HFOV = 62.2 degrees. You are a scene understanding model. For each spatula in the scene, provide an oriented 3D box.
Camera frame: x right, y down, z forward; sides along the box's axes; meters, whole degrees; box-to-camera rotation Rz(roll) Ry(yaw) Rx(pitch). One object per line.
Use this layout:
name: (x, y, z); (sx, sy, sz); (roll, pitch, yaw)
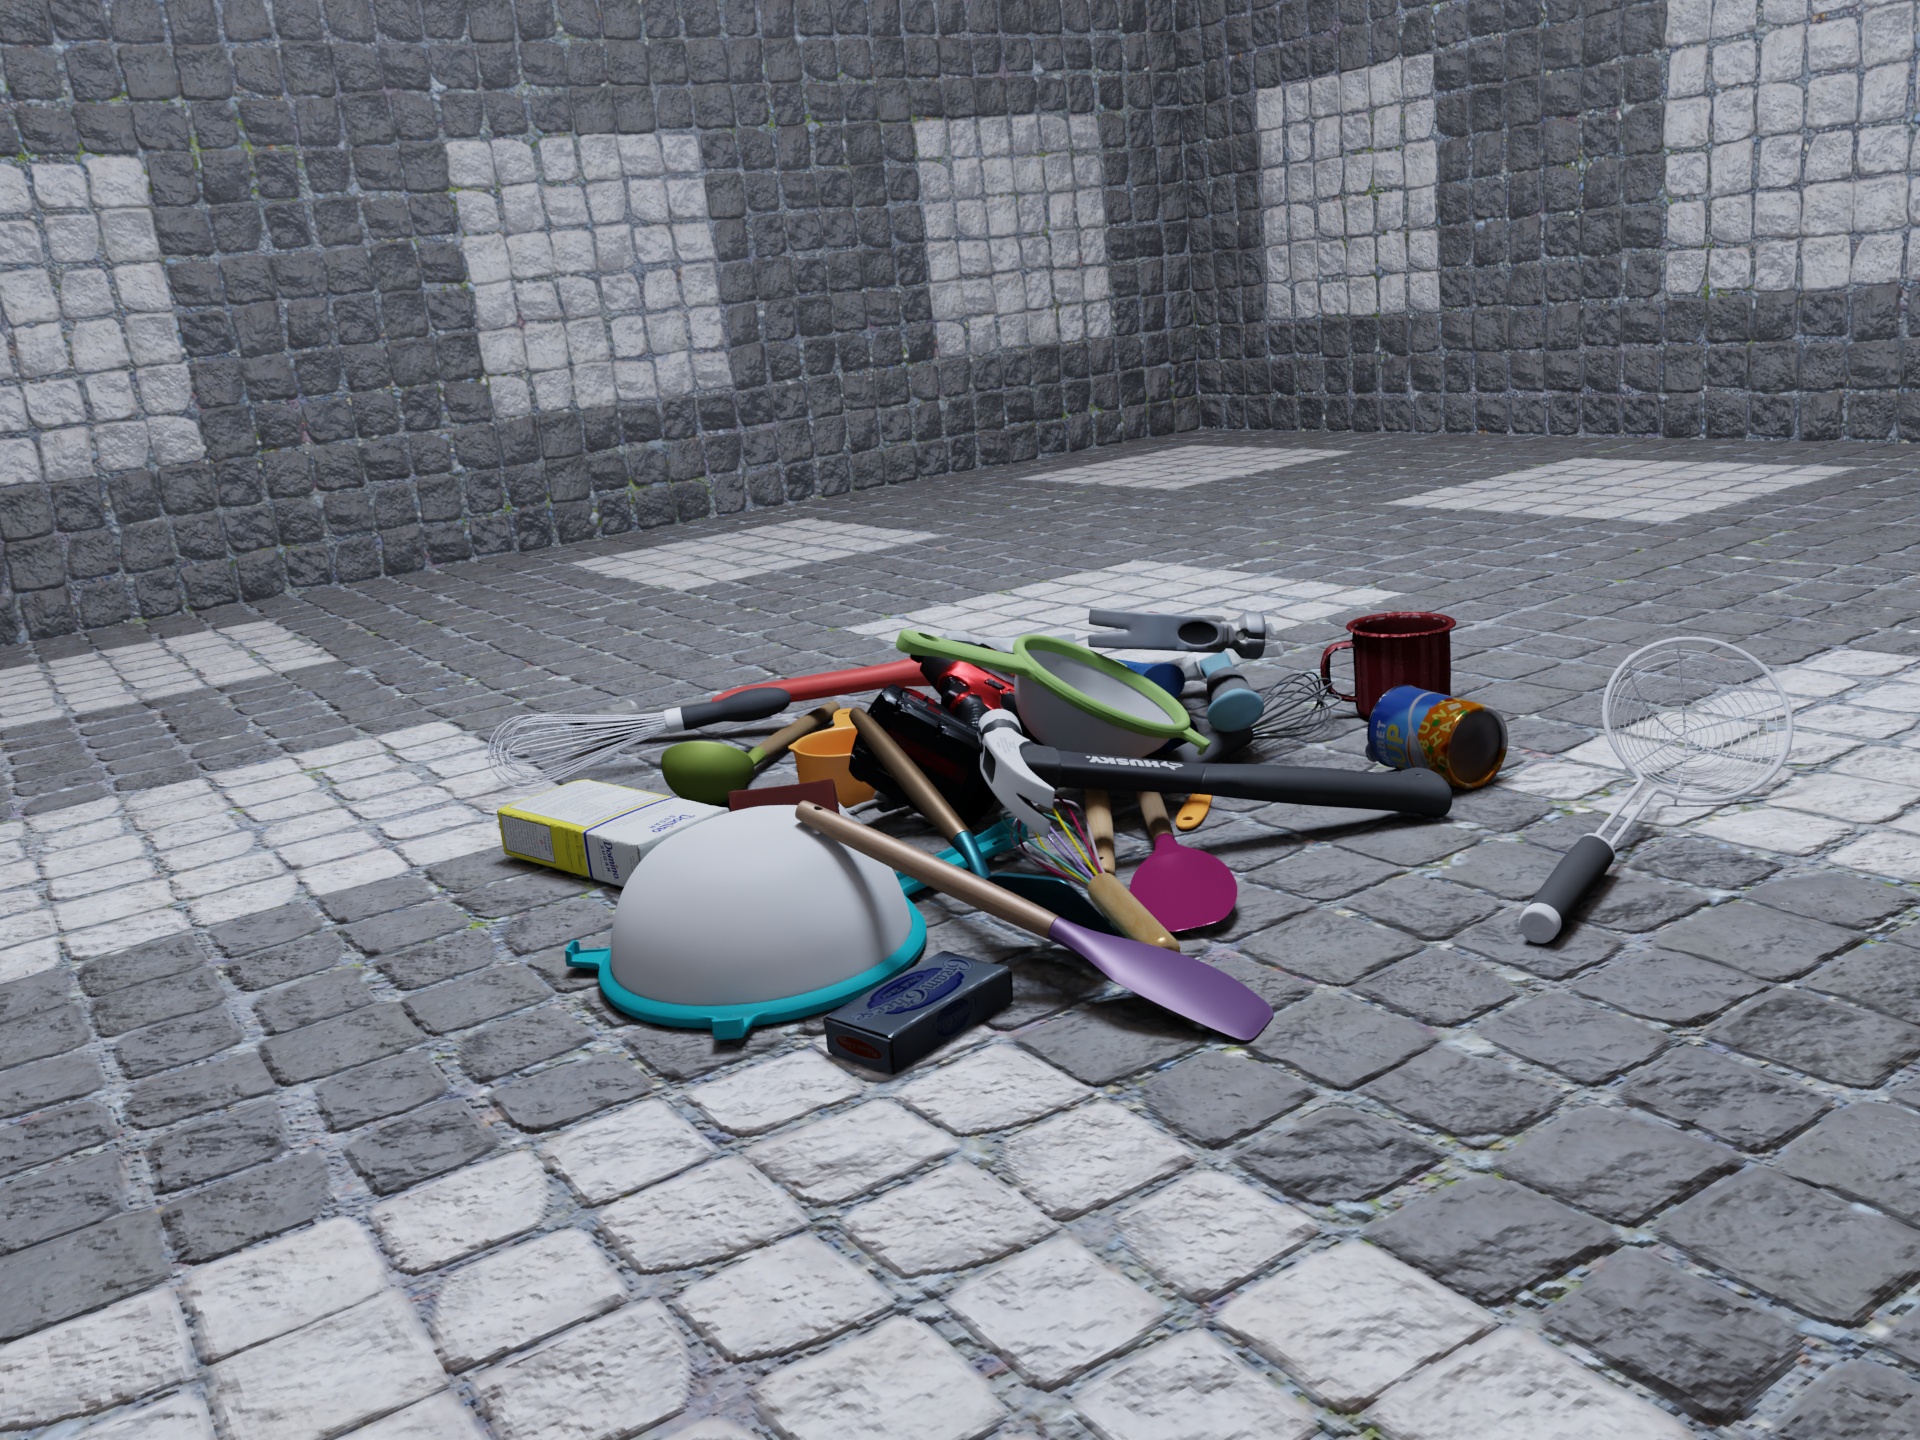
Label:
spatula: (-0.001, 0.060, 1.057); (0.044, 0.082, 0.318); (-43, 39, -1)
spatula: (0.034, 0.110, 0.930); (0.316, 0.018, 0.060); (22, 26, 24)

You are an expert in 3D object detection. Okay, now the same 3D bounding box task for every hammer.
hammer: (0.226, -0.033, 1.374); (0.128, 0.033, 0.331); (-24, 7, 9)
hammer: (0.110, -0.055, 1.515); (0.144, 0.035, 0.406); (0, 7, -19)
hammer: (0.183, 0.044, 1.117); (0.334, 0.035, 0.146); (4, 22, -8)
hammer: (0.176, -0.084, 1.467); (0.143, 0.038, 0.386); (3, 4, 0)
hammer: (-0.192, -0.025, 1.545); (0.359, 0.036, 0.149); (-8, 4, 9)

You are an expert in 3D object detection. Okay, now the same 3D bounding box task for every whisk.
whisk: (0.237, 0.012, 1.325); (0.239, 0.055, 0.055); (-24, 23, -37)
whisk: (0.083, 0.098, 1.047); (0.051, 0.047, 0.245); (15, 13, -23)
whisk: (-0.298, 0.007, 1.477); (0.284, 0.070, 0.070); (-12, 16, -7)

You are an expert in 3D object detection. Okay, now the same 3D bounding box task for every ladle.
ladle: (-0.177, 0.012, 1.461); (0.078, 0.062, 0.320); (-10, 11, 20)

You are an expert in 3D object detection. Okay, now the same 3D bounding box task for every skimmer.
skimmer: (0.449, 0.040, 1.040); (0.127, 0.090, 0.363); (37, 37, 21)

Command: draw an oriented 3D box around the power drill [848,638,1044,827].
power drill: (-0.002, -0.004, 1.301); (0.143, 0.078, 0.220); (28, 26, 7)

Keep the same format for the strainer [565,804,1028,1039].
strainer: (-0.084, 0.091, 1.055); (0.340, 0.095, 0.211); (-20, 20, -38)

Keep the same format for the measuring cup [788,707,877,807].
measuring cup: (-0.096, 0.030, 1.370); (0.095, 0.052, 0.174); (-7, 13, -3)

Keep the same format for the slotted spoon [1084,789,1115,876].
slotted spoon: (0.103, 0.058, 1.232); (0.070, 0.031, 0.314); (-27, 15, 10)

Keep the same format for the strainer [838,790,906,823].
strainer: (-0.067, 0.063, 1.264); (0.258, 0.050, 0.087); (-14, 16, -37)

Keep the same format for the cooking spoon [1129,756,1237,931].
cooking spoon: (0.143, 0.077, 1.134); (0.069, 0.017, 0.319); (-13, 19, 3)

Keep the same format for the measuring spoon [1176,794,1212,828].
measuring spoon: (0.182, 0.060, 1.223); (0.021, 0.011, 0.117); (-1, 16, 19)

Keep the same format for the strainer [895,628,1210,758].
strainer: (0.054, -0.014, 1.209); (0.256, 0.069, 0.152); (12, 21, -31)
